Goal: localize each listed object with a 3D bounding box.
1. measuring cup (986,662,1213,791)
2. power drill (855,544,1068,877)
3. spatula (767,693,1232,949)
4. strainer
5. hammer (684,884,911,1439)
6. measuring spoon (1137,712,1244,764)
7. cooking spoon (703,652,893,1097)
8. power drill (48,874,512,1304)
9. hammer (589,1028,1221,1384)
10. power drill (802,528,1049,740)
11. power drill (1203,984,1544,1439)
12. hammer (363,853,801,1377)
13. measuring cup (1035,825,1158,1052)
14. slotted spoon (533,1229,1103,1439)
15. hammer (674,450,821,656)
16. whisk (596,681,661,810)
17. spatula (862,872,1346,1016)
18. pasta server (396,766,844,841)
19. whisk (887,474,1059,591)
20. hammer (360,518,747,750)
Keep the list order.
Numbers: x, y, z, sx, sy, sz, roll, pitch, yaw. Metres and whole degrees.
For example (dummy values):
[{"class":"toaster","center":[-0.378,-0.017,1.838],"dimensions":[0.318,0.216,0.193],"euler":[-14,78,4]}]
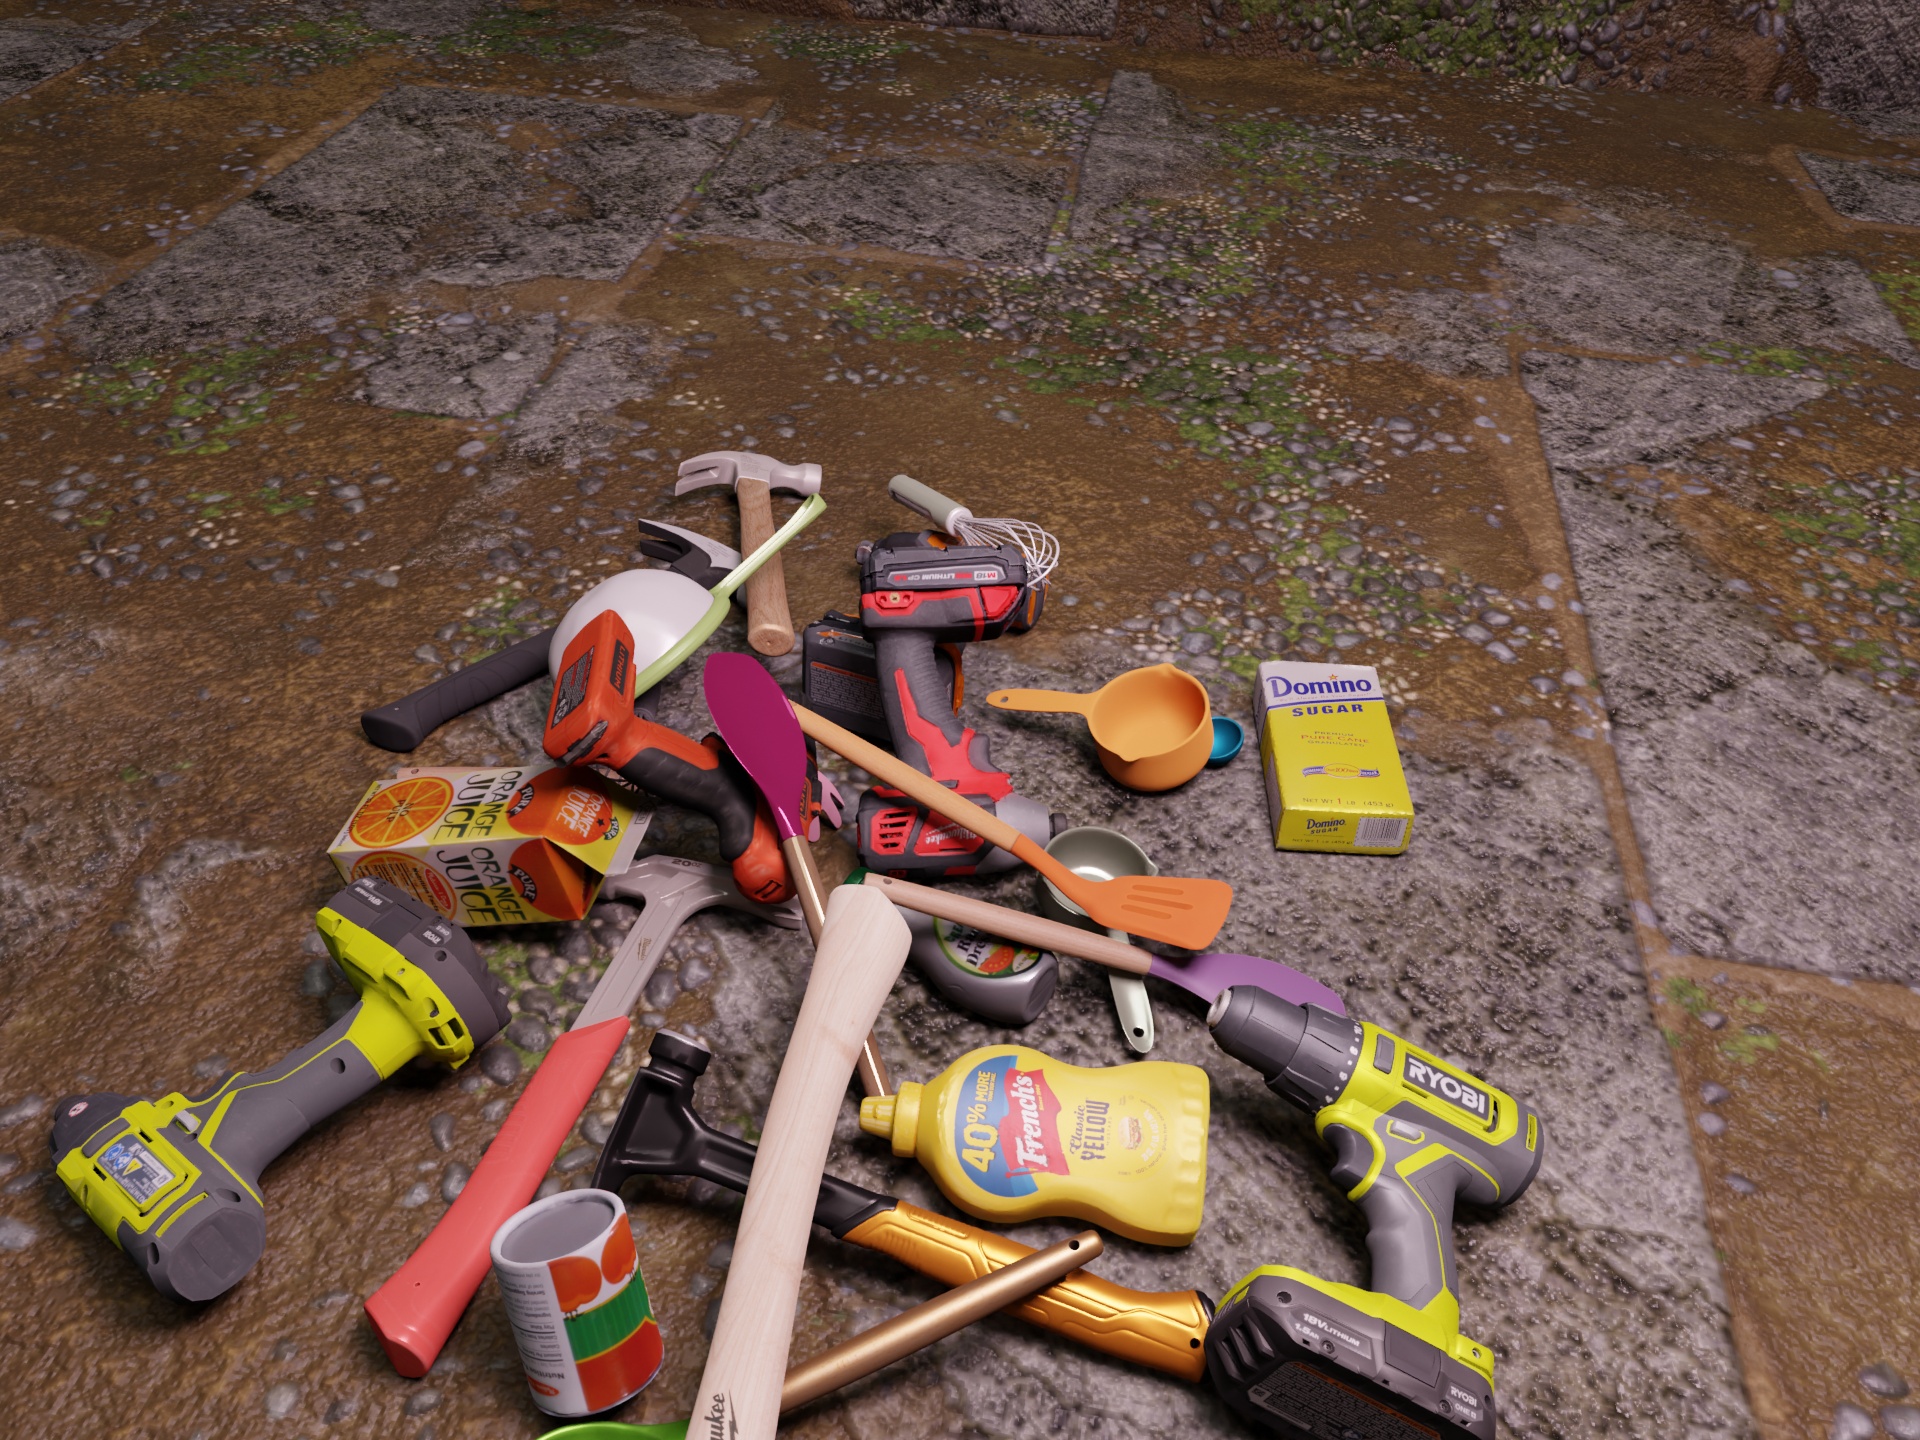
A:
[{"class":"measuring cup","center":[0.103,0.005,1.176],"dimensions":[0.174,0.052,0.095],"euler":[6,51,27]},{"class":"power drill","center":[-0.002,-0.003,1.084],"dimensions":[0.143,0.078,0.220],"euler":[-2,80,-2]},{"class":"spatula","center":[0.018,0.059,1.014],"dimensions":[0.322,0.041,0.081],"euler":[29,32,9]},{"class":"strainer","center":[-0.208,-0.100,1.162],"dimensions":[0.256,0.069,0.151],"euler":[-44,19,-16]},{"class":"hammer","center":[-0.101,0.254,0.772],"dimensions":[0.146,0.038,0.411],"euler":[9,50,4]},{"class":"measuring spoon","center":[0.158,0.005,1.209],"dimensions":[0.129,0.021,0.042],"euler":[23,57,36]},{"class":"cooking spoon","center":[-0.094,0.096,0.968],"dimensions":[0.068,0.017,0.319],"euler":[2,59,-46]},{"class":"power drill","center":[-0.380,0.193,0.880],"dimensions":[0.171,0.080,0.223],"euler":[20,49,37]},{"class":"hammer","center":[-0.030,0.275,0.824],"dimensions":[0.337,0.034,0.127],"euler":[18,71,9]},{"class":"power drill","center":[-0.041,-0.079,1.250],"dimensions":[0.164,0.084,0.226],"euler":[16,36,16]},{"class":"power drill","center":[0.202,0.251,0.826],"dimensions":[0.190,0.080,0.229],"euler":[27,42,0]},{"class":"hammer","center":[-0.218,0.209,0.915],"dimensions":[0.149,0.036,0.359],"euler":[11,39,11]},{"class":"measuring cup","center":[0.095,0.145,1.019],"dimensions":[0.083,0.038,0.168],"euler":[-3,51,-12]},{"class":"slotted spoon","center":[-0.071,0.318,0.762],"dimensions":[0.313,0.031,0.070],"euler":[-21,45,-14]},{"class":"hammer","center":[-0.168,-0.146,1.311],"dimensions":[0.130,0.031,0.332],"euler":[7,31,-14]},{"class":"whisk","center":[-0.226,0.003,1.127],"dimensions":[0.055,0.055,0.239],"euler":[-4,21,-8]},{"class":"spatula","center":[0.092,0.141,0.979],"dimensions":[0.316,0.018,0.060],"euler":[16,35,-7]},{"class":"pasta server","center":[-0.241,0.049,1.122],"dimensions":[0.316,0.040,0.060],"euler":[1,39,4]},{"class":"whisk","center":[0.003,-0.154,1.262],"dimensions":[0.059,0.057,0.247],"euler":[-43,37,-7]},{"class":"hammer","center":[-0.314,-0.066,1.250],"dimensions":[0.146,0.035,0.335],"euler":[32,48,31]}]
